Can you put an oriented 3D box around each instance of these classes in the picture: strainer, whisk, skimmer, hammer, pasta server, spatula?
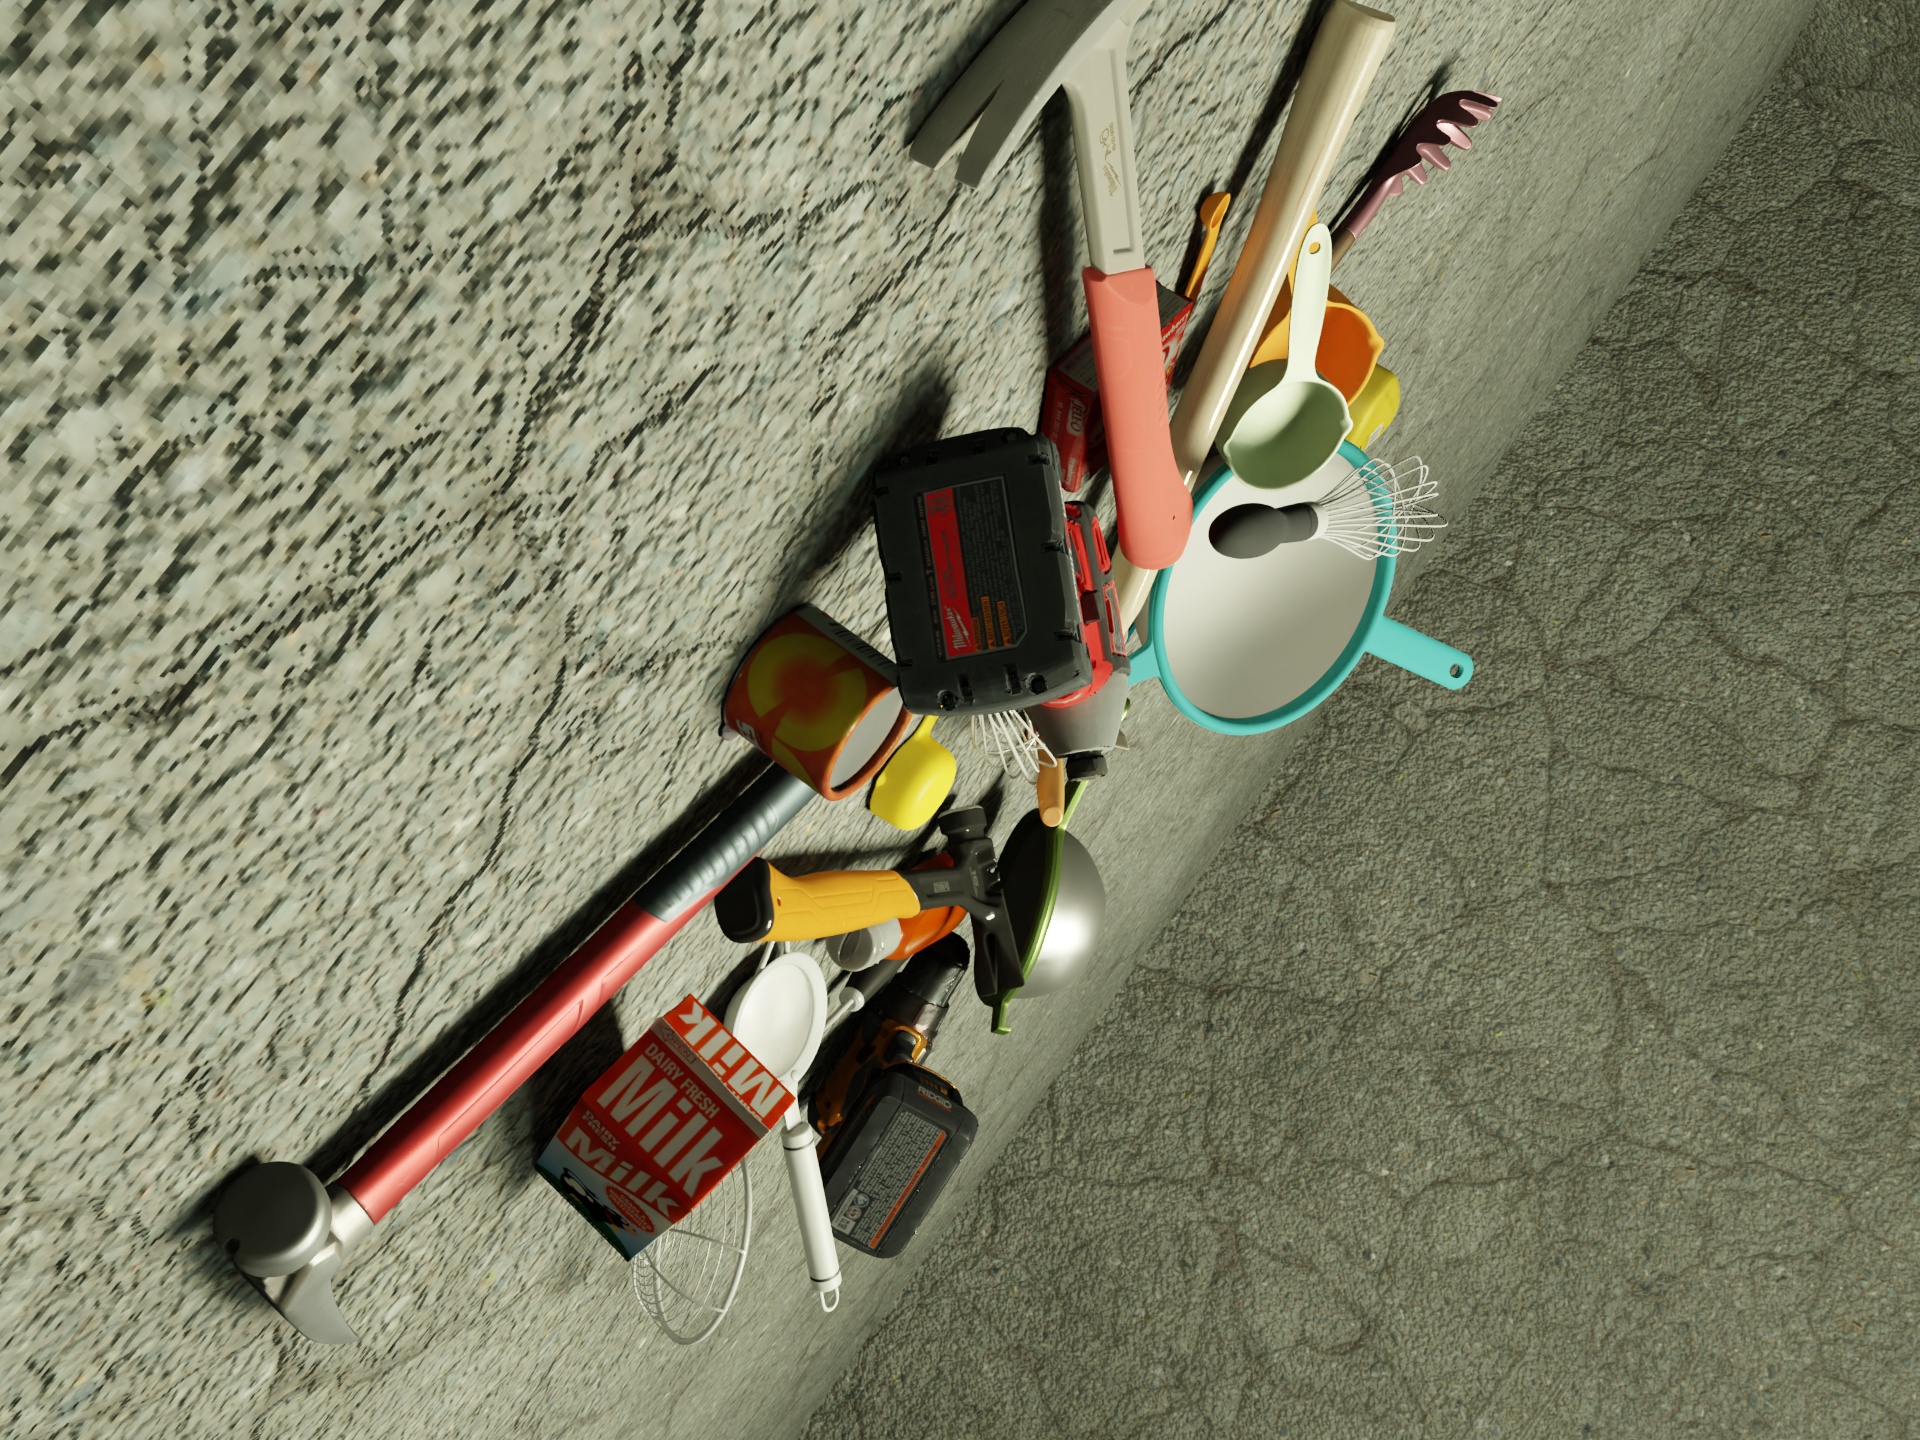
[{"bbox_3d":[0.238,-0.088,1.130,0.340,0.095,0.211,17,101,-39],"label":"strainer"},{"bbox_3d":[0.086,0.099,1.154,0.152,0.069,0.256,-100,-149,-65],"label":"strainer"},{"bbox_3d":[-0.102,0.241,0.950,0.087,0.050,0.258,-28,113,-51],"label":"strainer"},{"bbox_3d":[0.219,-0.122,0.947,0.284,0.070,0.070,-15,139,-53],"label":"whisk"},{"bbox_3d":[-0.093,0.249,1.072,0.127,0.090,0.363,-31,-171,48],"label":"skimmer"},{"bbox_3d":[-0.146,0.104,0.703,0.386,0.038,0.143,-45,163,-31],"label":"hammer"},{"bbox_3d":[0.238,-0.287,1.021,0.316,0.040,0.060,-52,175,-6],"label":"pasta server"},{"bbox_3d":[0.013,-0.024,0.860,0.246,0.058,0.059,55,26,-64],"label":"whisk"},{"bbox_3d":[0.137,-0.175,0.868,0.146,0.038,0.410,-88,-165,-54],"label":"hammer"},{"bbox_3d":[0.067,-0.164,0.692,0.149,0.037,0.358,-51,156,-15],"label":"hammer"},{"bbox_3d":[0.067,0.022,1.059,0.081,0.041,0.323,-58,-175,13],"label":"spatula"},{"bbox_3d":[-0.044,0.111,0.930,0.034,0.127,0.336,-17,170,20],"label":"hammer"}]

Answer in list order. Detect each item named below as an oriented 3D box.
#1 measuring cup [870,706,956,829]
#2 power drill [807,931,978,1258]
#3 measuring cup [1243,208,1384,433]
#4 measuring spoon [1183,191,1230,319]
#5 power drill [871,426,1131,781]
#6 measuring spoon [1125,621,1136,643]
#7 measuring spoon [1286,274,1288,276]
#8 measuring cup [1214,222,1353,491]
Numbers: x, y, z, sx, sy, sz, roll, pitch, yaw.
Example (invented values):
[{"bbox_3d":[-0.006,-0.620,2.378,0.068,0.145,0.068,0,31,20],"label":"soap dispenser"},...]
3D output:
[{"bbox_3d":[-0.001,-0.003,0.923,0.156,0.029,0.062,-59,164,15],"label":"measuring cup"},{"bbox_3d":[-0.043,0.258,1.151,0.185,0.084,0.226,-58,-170,6],"label":"power drill"},{"bbox_3d":[0.191,-0.253,0.931,0.095,0.052,0.173,-21,134,-3],"label":"measuring cup"},{"bbox_3d":[0.121,-0.235,0.843,0.021,0.011,0.116,-53,169,-26],"label":"measuring spoon"},{"bbox_3d":[0.034,-0.046,0.743,0.219,0.078,0.143,18,62,-74],"label":"power drill"},{"bbox_3d":[0.121,-0.077,1.169,0.129,0.021,0.042,-55,165,-34],"label":"measuring spoon"},{"bbox_3d":[0.182,-0.239,0.992,0.124,0.018,0.034,-55,165,3],"label":"measuring spoon"},{"bbox_3d":[0.185,-0.210,0.905,0.083,0.038,0.167,-12,133,-12],"label":"measuring cup"}]
